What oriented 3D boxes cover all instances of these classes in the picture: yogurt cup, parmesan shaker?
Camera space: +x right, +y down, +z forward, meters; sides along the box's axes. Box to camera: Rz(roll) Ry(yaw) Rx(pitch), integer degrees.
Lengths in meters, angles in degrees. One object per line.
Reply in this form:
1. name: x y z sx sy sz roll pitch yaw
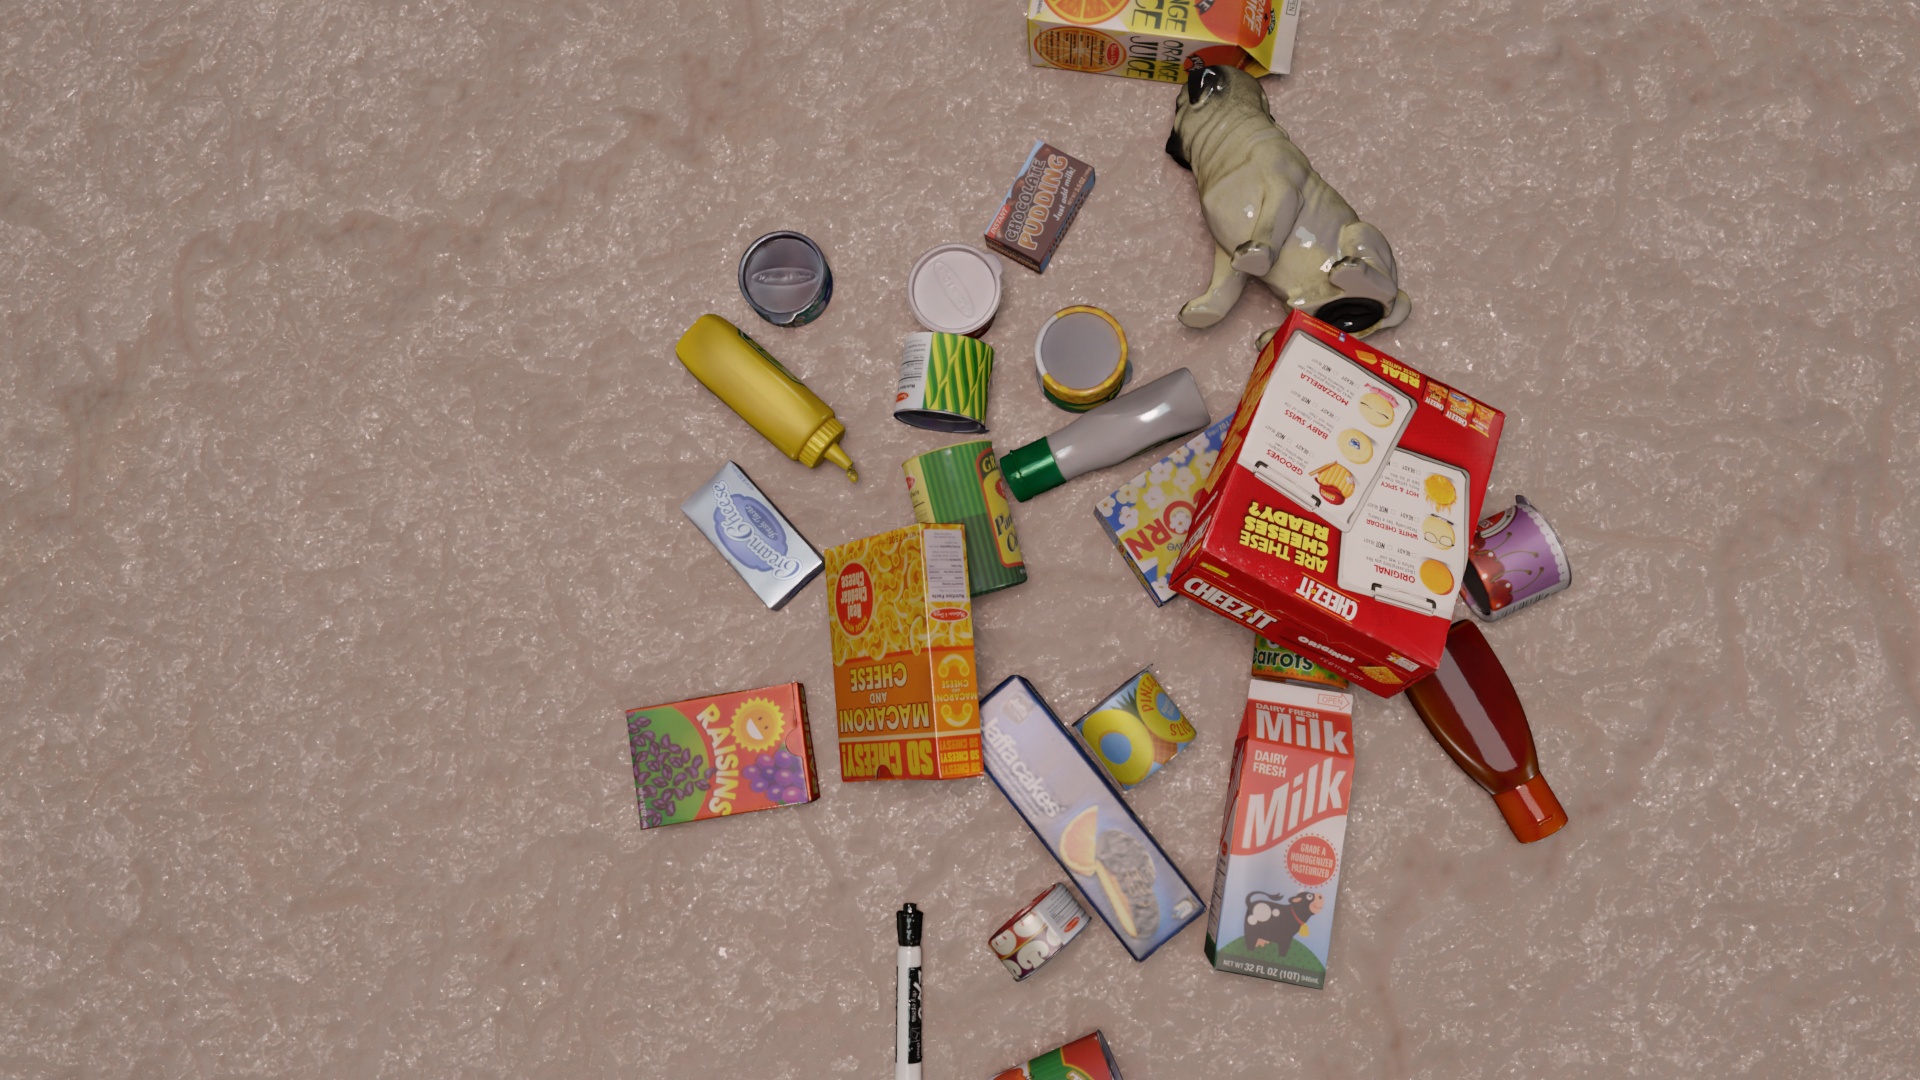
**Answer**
1. yogurt cup: -0.003 -0.175 1.006 0.072 0.054 0.072 -1 82 5
2. parmesan shaker: 0.003 -0.012 0.978 0.071 0.071 0.103 -15 85 2

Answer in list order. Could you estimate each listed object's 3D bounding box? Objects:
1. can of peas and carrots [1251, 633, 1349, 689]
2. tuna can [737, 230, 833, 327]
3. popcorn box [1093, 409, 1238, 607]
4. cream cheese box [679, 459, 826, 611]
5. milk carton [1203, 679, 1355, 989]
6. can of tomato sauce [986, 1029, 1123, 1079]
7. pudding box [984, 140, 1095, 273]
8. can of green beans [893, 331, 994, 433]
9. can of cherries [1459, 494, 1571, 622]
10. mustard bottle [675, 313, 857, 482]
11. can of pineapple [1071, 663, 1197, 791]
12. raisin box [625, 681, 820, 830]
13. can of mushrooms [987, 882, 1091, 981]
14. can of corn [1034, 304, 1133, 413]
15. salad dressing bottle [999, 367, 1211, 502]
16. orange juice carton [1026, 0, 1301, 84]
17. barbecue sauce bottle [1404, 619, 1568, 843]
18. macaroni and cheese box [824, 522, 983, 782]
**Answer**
1. can of peas and carrots: 0.233 0.068 0.946 0.071 0.071 0.059 8 84 6
2. tuna can: -0.129 -0.191 1.029 0.071 0.033 0.071 -1 82 5
3. popcorn box: 0.169 -0.023 0.980 0.127 0.038 0.085 -34 81 0
4. cream cheese box: -0.150 -0.003 1.009 0.053 0.024 0.104 -43 81 -1
5. milk carton: 0.215 0.192 0.929 0.072 0.073 0.190 9 83 6
6. can of tomato sauce: 0.067 0.372 0.917 0.083 0.071 0.071 -24 81 2
7. pudding box: 0.058 -0.246 1.023 0.050 0.030 0.084 30 85 9
8. can of green beans: -0.011 -0.112 0.992 0.071 0.071 0.058 7 83 6
9. can of cherries: 0.369 0.013 0.945 0.058 0.071 0.071 -25 81 2
10. mustard bottle: -0.132 -0.098 1.004 0.160 0.065 0.049 40 93 3
11. can of pineapple: 0.120 0.128 0.948 0.071 0.071 0.058 -38 82 -1
12. raisin box: -0.167 0.151 0.982 0.123 0.040 0.086 -9 81 3
13. can of mushrooms: 0.051 0.264 0.936 0.071 0.071 0.033 -39 81 -1
14. can of corn: 0.088 -0.129 0.991 0.071 0.058 0.071 -1 83 5
15. salad dressing bottle: 0.101 -0.073 0.983 0.147 0.064 0.044 -24 103 9
16. orange juice carton: 0.149 -0.384 1.014 0.193 0.073 0.072 9 83 5
17. barbecue sauce bottle: 0.356 0.131 0.941 0.065 0.043 0.148 -29 82 0
18. macaroni and cheese box: -0.042 0.079 0.943 0.040 0.123 0.166 1 80 -36
